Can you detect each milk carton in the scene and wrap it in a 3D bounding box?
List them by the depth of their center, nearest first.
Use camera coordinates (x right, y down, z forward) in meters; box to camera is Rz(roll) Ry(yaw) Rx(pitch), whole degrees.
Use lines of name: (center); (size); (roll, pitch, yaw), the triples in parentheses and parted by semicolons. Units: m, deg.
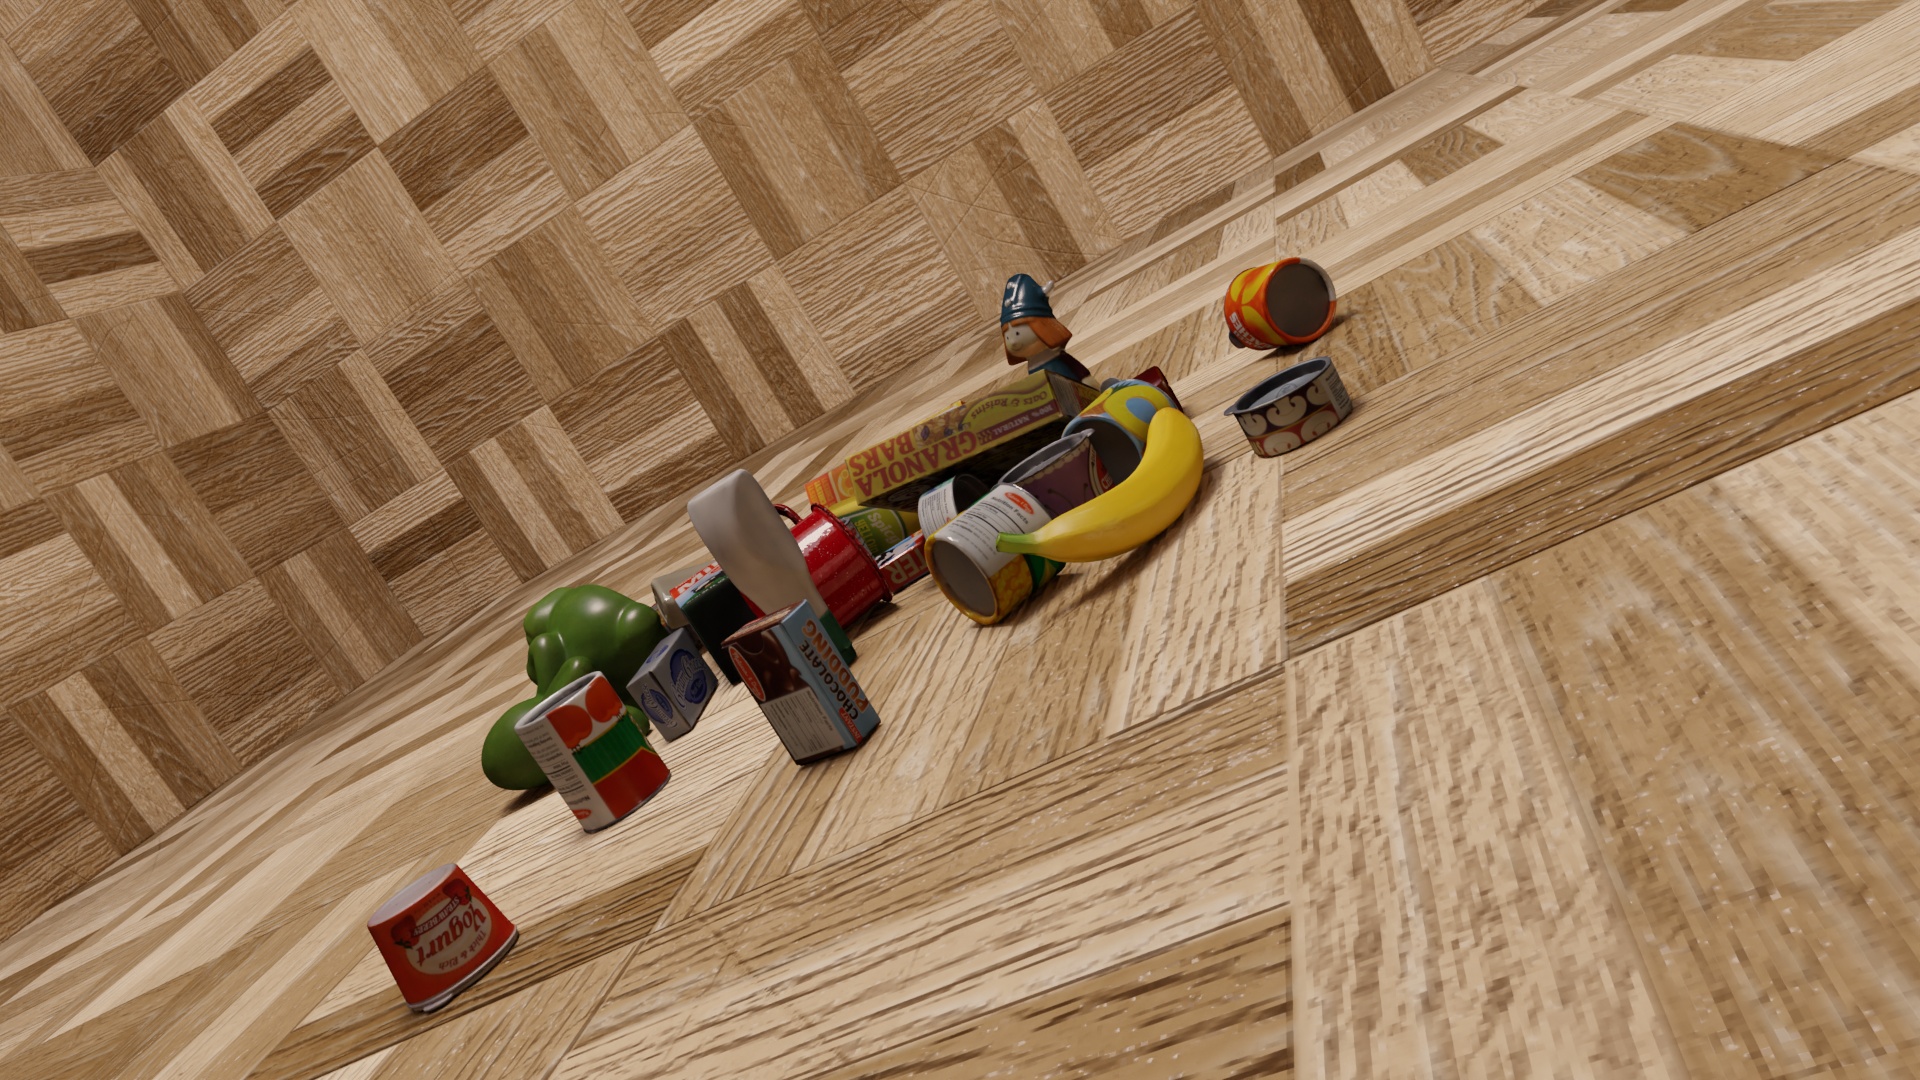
milk carton: (-0.188, 0.056, 1.147); (0.072, 0.073, 0.190); (-34, 11, -12)

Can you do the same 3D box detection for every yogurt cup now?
yogurt cup: (-0.288, 0.216, 0.768); (0.072, 0.054, 0.072); (-30, 10, 6)

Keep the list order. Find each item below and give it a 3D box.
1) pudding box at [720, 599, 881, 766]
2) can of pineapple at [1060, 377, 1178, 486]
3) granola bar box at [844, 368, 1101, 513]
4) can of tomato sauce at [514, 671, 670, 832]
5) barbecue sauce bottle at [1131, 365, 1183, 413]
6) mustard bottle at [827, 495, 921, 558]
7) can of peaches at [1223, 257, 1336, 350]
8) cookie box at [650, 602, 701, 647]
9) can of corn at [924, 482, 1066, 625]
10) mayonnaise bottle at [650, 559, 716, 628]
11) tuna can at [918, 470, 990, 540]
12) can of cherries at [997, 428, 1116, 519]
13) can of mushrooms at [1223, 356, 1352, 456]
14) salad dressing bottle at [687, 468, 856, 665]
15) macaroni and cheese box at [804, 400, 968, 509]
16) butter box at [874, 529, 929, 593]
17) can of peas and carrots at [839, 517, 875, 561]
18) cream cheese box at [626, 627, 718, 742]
pudding box: (-0.087, 0.079, 0.764); (0.049, 0.083, 0.030); (-23, 13, 36)
can of pineapple: (0.107, -0.068, 0.932); (0.071, 0.071, 0.058); (-20, 15, 43)
granola bar box: (0.017, -0.068, 1.008); (0.165, 0.039, 0.124); (-22, -11, 22)
can of tomato sauce: (-0.239, 0.136, 0.909); (0.071, 0.083, 0.071); (-30, 12, 7)
barbecue sauce bottle: (0.098, -0.080, 1.074); (0.148, 0.043, 0.065); (-29, 11, 11)
mustard bottle: (-0.048, -0.019, 1.141); (0.160, 0.065, 0.049); (-24, 9, 17)
can of peaches: (0.245, -0.180, 1.069); (0.071, 0.071, 0.058); (-34, 12, -16)
cookie box: (-0.285, 0.086, 1.349); (0.122, 0.040, 0.168); (-24, 13, 30)
can of corn: (0.021, 0.010, 0.834); (0.058, 0.071, 0.071); (-37, 13, -27)
mayonnaise bottle: (-0.205, 0.036, 1.276); (0.148, 0.041, 0.065); (-18, 27, -19)
tuna can: (0.003, -0.012, 0.972); (0.032, 0.071, 0.071); (-27, 12, 27)
can of cherries: (0.069, -0.030, 0.894); (0.071, 0.058, 0.071); (-30, 10, 6)
can of mushrooms: (0.198, -0.080, 0.839); (0.071, 0.033, 0.071); (-30, 12, 7)
salad dressing bottle: (-0.123, 0.025, 0.922); (0.044, 0.147, 0.064); (-28, 11, 22)
macaroni and cheese box: (-0.033, -0.060, 1.213); (0.166, 0.040, 0.124); (-27, -16, 24)
butter box: (-0.017, 0.001, 1.068); (0.103, 0.024, 0.053); (-31, 11, -2)
can of peas and carrots: (-0.103, 0.024, 1.102); (0.071, 0.058, 0.071); (-30, 11, 6)
cream cheese box: (-0.215, 0.107, 1.047); (0.024, 0.053, 0.104); (-31, 11, 9)
